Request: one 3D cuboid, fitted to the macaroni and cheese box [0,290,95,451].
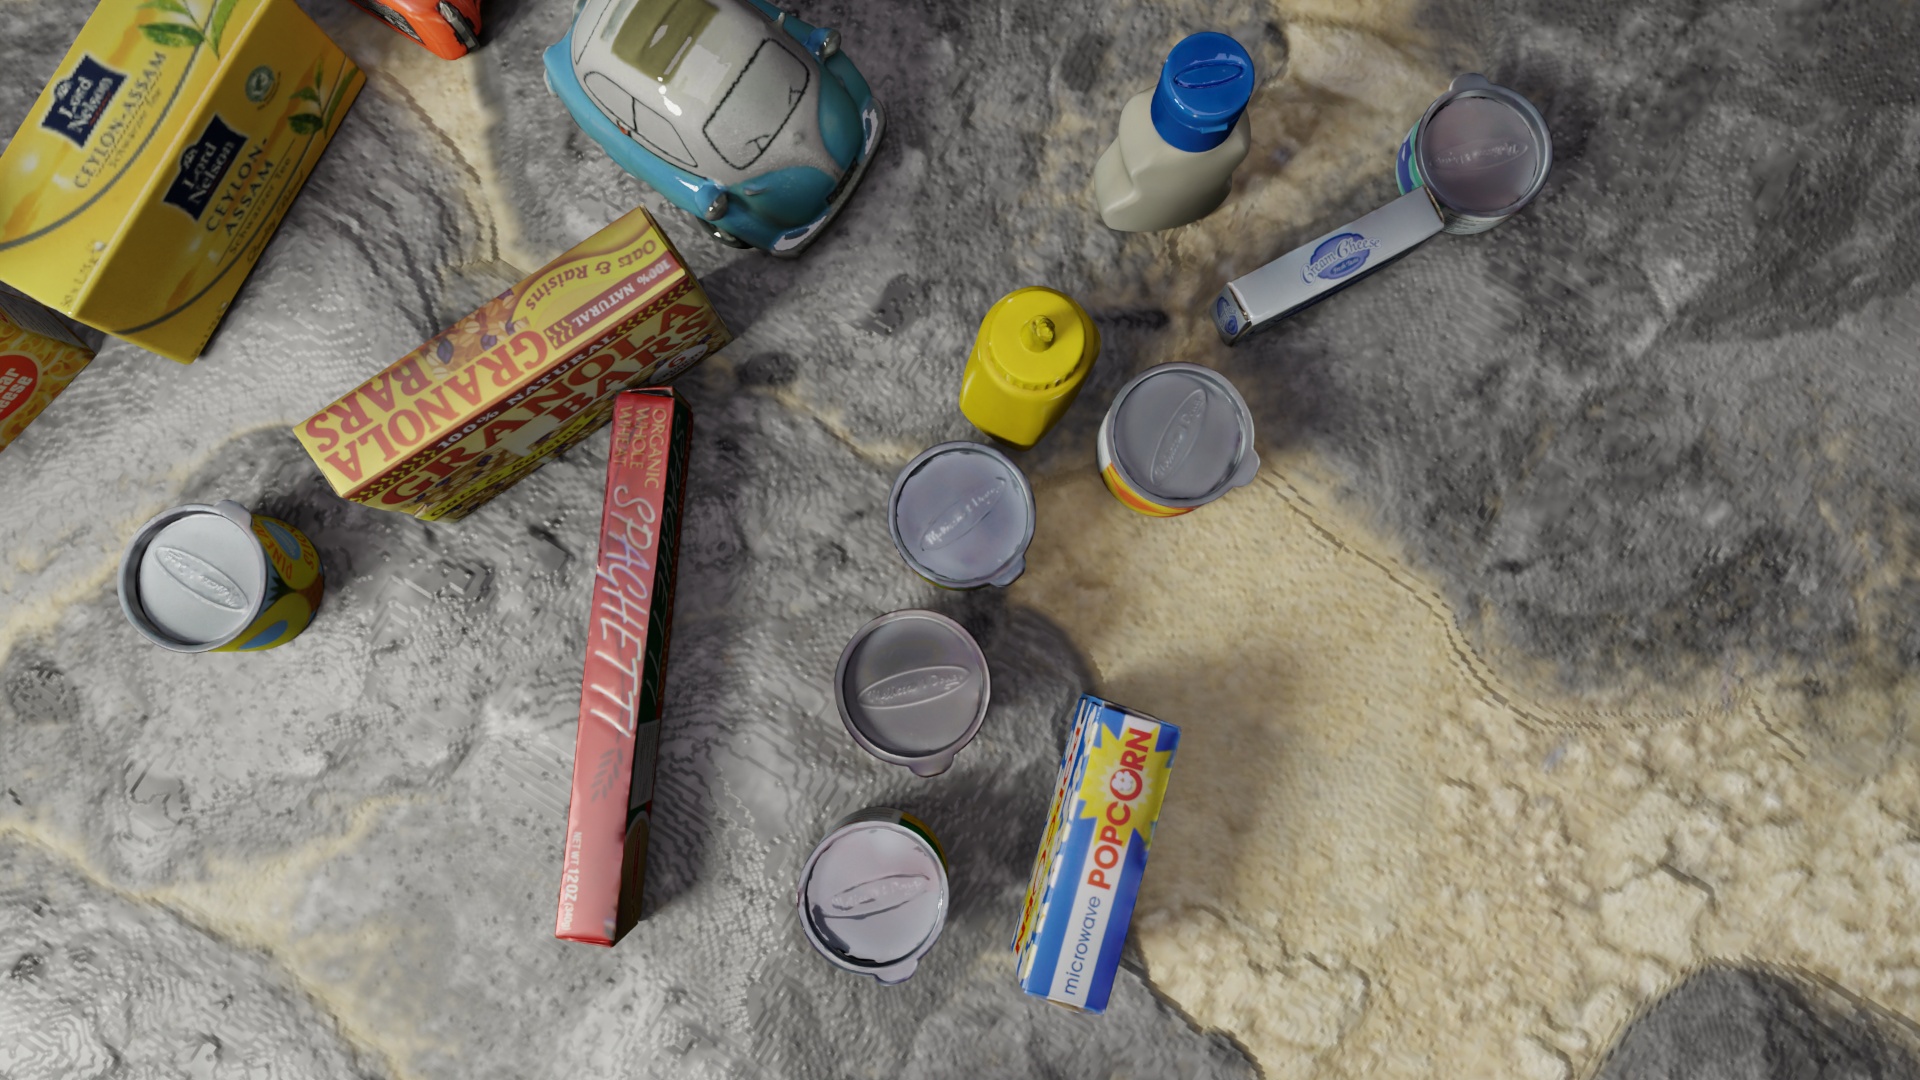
[{"bbox_3d":[-0.473,-0.063,0.588,0.040,0.166,0.124,42,87,2],"label":"macaroni and cheese box"}]

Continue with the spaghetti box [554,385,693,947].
[{"bbox_3d":[-0.153,0.054,0.639,0.029,0.050,0.250,5,85,0],"label":"spaghetti box"}]

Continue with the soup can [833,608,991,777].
[{"bbox_3d":[-0.020,0.067,0.623,0.071,0.083,0.071,0,86,0],"label":"soup can"}]

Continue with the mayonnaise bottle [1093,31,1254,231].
[{"bbox_3d":[0.097,-0.176,0.611,0.065,0.148,0.041,-10,86,-1],"label":"mayonnaise bottle"}]

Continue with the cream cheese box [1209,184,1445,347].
[{"bbox_3d":[0.171,-0.128,0.655,0.104,0.053,0.024,-27,87,-2],"label":"cream cheese box"}]

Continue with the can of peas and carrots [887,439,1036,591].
[{"bbox_3d":[0.002,-0.008,0.641,0.071,0.058,0.071,0,86,0],"label":"can of peas and carrots"}]

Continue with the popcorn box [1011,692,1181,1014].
[{"bbox_3d":[0.058,0.135,0.617,0.038,0.085,0.126,16,86,1],"label":"popcorn box"}]

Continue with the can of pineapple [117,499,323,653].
[{"bbox_3d":[-0.335,0.017,0.637,0.071,0.058,0.071,0,86,0],"label":"can of pineapple"}]

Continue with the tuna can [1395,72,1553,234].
[{"bbox_3d":[0.246,-0.186,0.671,0.071,0.033,0.071,0,85,0],"label":"tuna can"}]

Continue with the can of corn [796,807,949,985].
[{"bbox_3d":[-0.037,0.159,0.628,0.071,0.058,0.071,0,86,0],"label":"can of corn"}]

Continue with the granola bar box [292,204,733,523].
[{"bbox_3d":[-0.186,-0.071,0.612,0.166,0.124,0.039,-34,87,-3],"label":"granola bar box"}]

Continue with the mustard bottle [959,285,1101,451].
[{"bbox_3d":[0.031,-0.079,0.597,0.049,0.160,0.065,35,86,2],"label":"mustard bottle"}]

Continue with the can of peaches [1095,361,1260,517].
[{"bbox_3d":[0.100,-0.044,0.646,0.071,0.058,0.071,0,86,0],"label":"can of peaches"}]
